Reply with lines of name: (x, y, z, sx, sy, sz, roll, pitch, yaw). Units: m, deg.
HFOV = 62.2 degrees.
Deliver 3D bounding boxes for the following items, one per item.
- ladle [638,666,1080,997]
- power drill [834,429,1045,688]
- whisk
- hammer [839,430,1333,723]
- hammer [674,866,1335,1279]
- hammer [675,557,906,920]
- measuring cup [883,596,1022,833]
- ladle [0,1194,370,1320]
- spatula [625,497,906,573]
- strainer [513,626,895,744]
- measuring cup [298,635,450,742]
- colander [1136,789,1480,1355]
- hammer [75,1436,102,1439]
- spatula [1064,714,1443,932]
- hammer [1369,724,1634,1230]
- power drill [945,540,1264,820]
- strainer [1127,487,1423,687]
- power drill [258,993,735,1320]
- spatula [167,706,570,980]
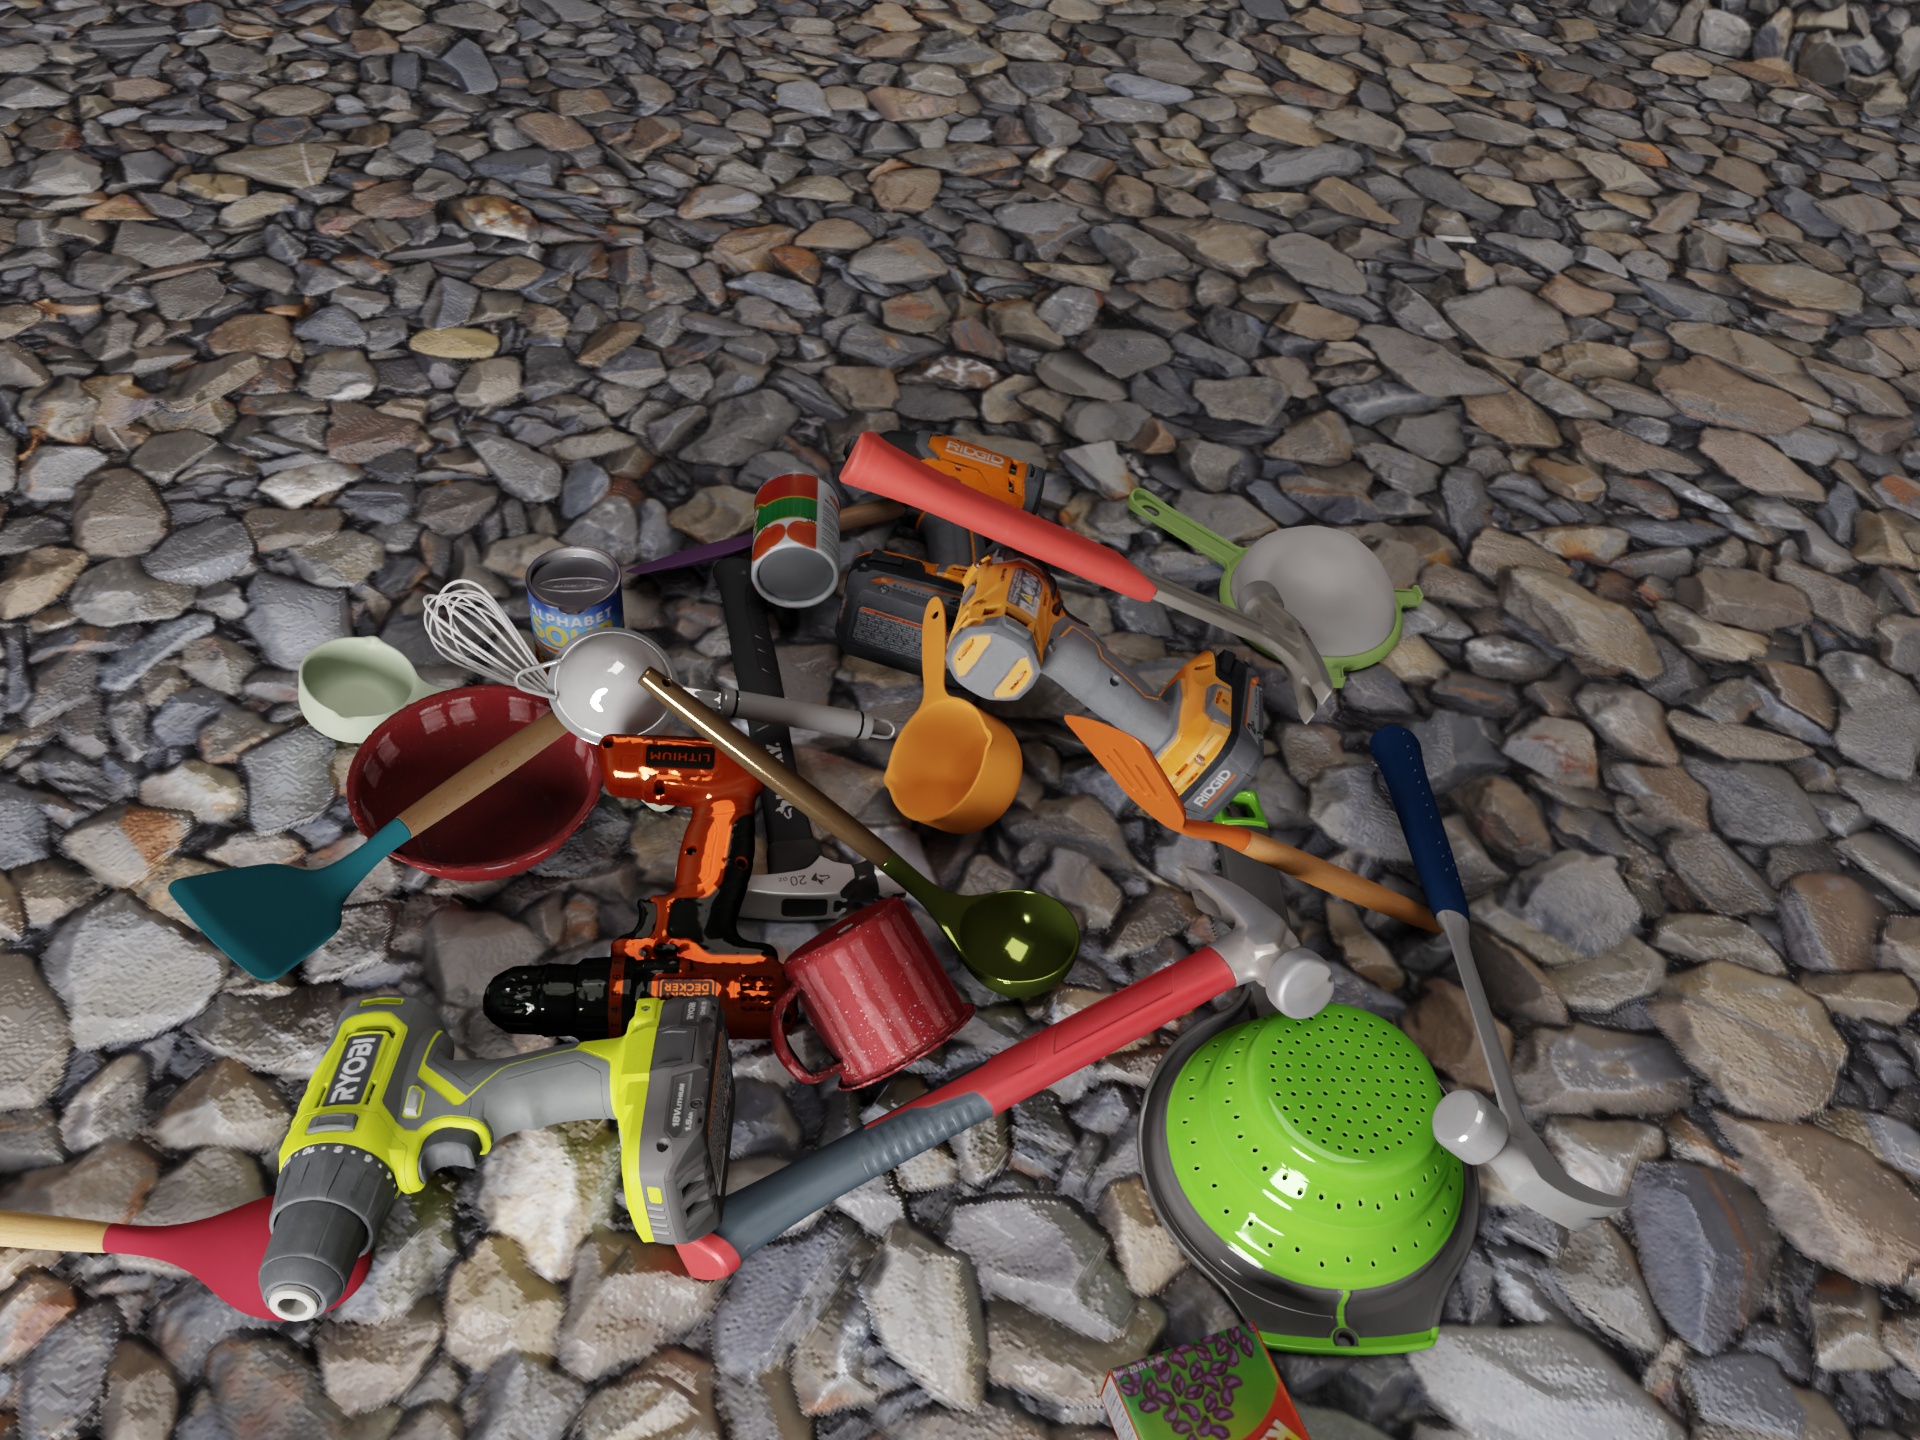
ladle: (-0.060, 0.064, 0.972, 0.320, 0.062, 0.078, 39, 43, -12)
power drill: (-0.029, -0.141, 1.232, 0.164, 0.084, 0.227, 17, 46, -3)
whisk: (-0.286, -0.017, 1.108, 0.246, 0.058, 0.059, 39, 11, 16)
hammer: (0.088, -0.105, 1.080, 0.359, 0.036, 0.149, 21, 29, -19)
hammer: (0.014, 0.200, 0.908, 0.386, 0.038, 0.143, -25, 25, -12)
hammer: (-0.142, 0.002, 1.125, 0.146, 0.035, 0.335, -5, 47, -14)
measuring cup: (-0.002, -0.004, 1.099, 0.052, 0.095, 0.174, 29, 49, -43)
ladle: (-0.470, 0.268, 0.832, 0.315, 0.031, 0.069, 5, 43, 0)
spatula: (-0.119, -0.156, 1.285, 0.316, 0.018, 0.060, -18, 16, -26)
strainer: (-0.162, -0.015, 1.061, 0.258, 0.050, 0.087, 10, 64, -22)
measuring cup: (-0.375, -0.007, 1.109, 0.167, 0.038, 0.083, 16, 42, -16)
colander: (0.206, 0.171, 0.968, 0.204, 0.094, 0.398, 2, 46, -6)
hammer: (-0.239, 0.416, 0.703, 0.409, 0.036, 0.149, 18, 50, 8)
spatula: (0.198, 0.074, 0.996, 0.322, 0.041, 0.081, 23, -2, -29)
hammer: (0.316, 0.139, 1.005, 0.144, 0.035, 0.406, 38, 28, -21)
power drill: (0.101, -0.048, 1.119, 0.226, 0.084, 0.185, 30, 35, -11)
strainer: (0.247, -0.141, 1.290, 0.256, 0.069, 0.151, 34, 51, 21)
power drill: (-0.241, 0.223, 0.838, 0.228, 0.080, 0.191, -4, 33, 0)
spatula: (-0.319, 0.047, 0.973, 0.082, 0.044, 0.317, 40, 51, 12)
